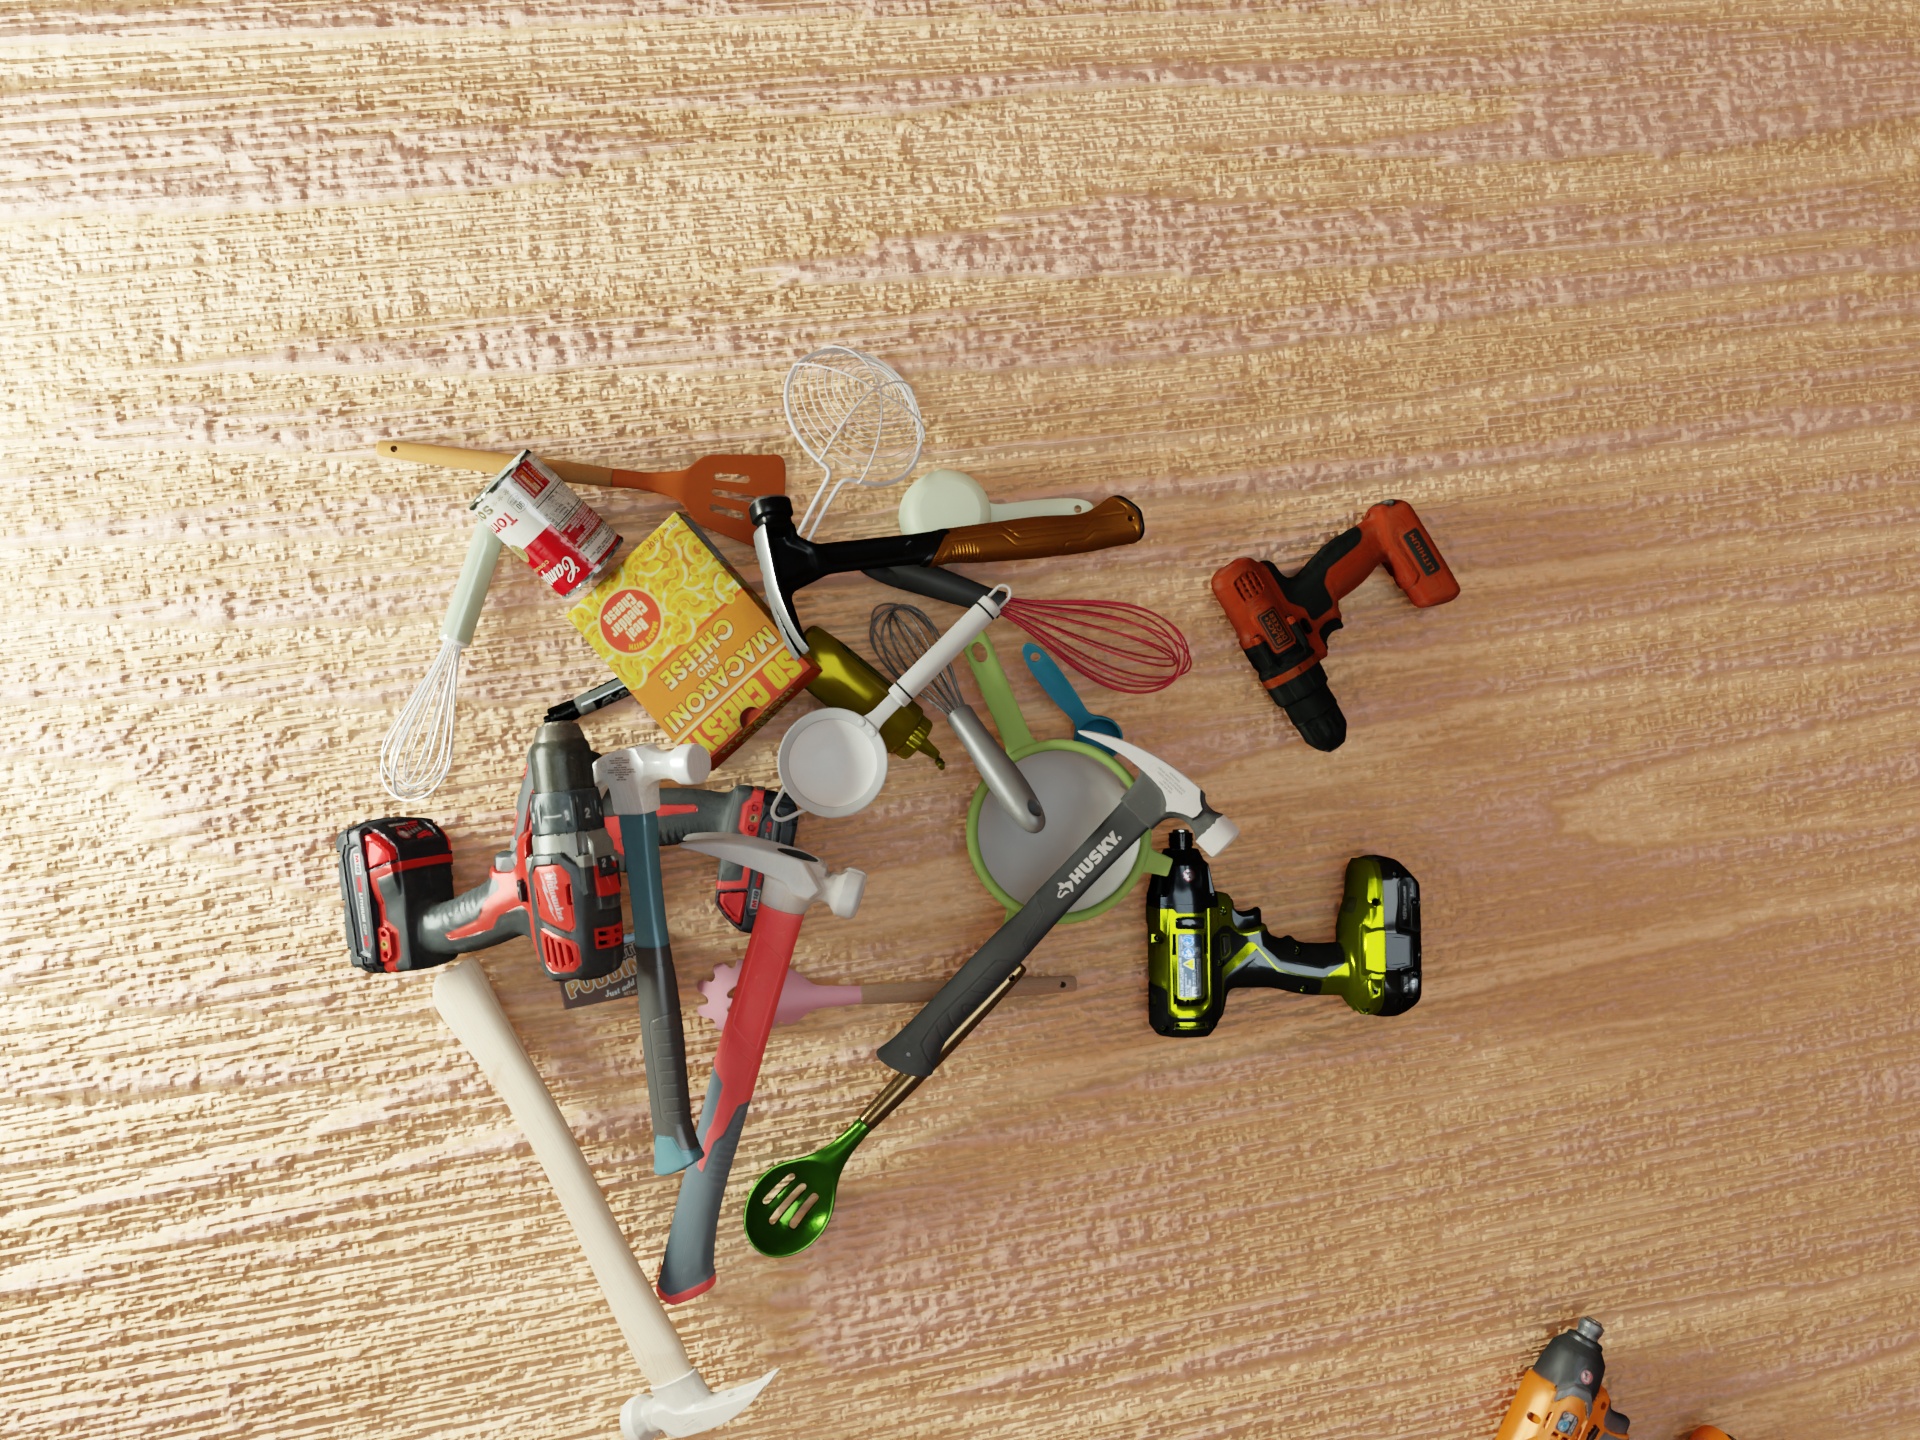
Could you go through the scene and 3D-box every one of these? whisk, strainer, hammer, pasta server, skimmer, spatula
[{"bbox_3d":[-0.002,-0.004,1.276,0.055,0.055,0.239,-32,66,-8],"label":"whisk"},{"bbox_3d":[0.062,0.043,1.323,0.151,0.069,0.256,-24,84,7],"label":"strainer"},{"bbox_3d":[-0.229,0.181,1.193,0.128,0.033,0.331,-1,98,31],"label":"hammer"},{"bbox_3d":[-0.292,0.369,1.246,0.146,0.038,0.410,-28,90,25],"label":"hammer"},{"bbox_3d":[-0.052,-0.014,1.252,0.258,0.050,0.087,-45,88,-1],"label":"strainer"},{"bbox_3d":[-0.192,0.277,1.241,0.143,0.038,0.386,17,102,-1],"label":"hammer"},{"bbox_3d":[0.002,-0.134,1.277,0.336,0.034,0.127,-10,80,-25],"label":"hammer"},{"bbox_3d":[0.055,0.156,1.269,0.146,0.035,0.335,44,95,6],"label":"hammer"},{"bbox_3d":[-0.403,-0.055,1.257,0.059,0.057,0.246,13,82,16],"label":"whisk"},{"bbox_3d":[0.053,-0.089,1.325,0.296,0.073,0.073,19,86,-3],"label":"whisk"},{"bbox_3d":[-0.058,0.225,1.320,0.316,0.040,0.060,-1,89,-13],"label":"pasta server"},{"bbox_3d":[-0.145,-0.133,1.307,0.127,0.090,0.363,25,96,-22],"label":"skimmer"},{"bbox_3d":[-0.304,-0.198,1.287,0.322,0.041,0.081,7,90,-5],"label":"spatula"}]

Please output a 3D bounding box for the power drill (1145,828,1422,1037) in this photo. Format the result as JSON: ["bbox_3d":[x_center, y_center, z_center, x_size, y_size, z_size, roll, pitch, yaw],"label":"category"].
[{"bbox_3d":[0.269,0.177,1.349,0.223,0.080,0.171,-1,89,-6],"label":"power drill"}]

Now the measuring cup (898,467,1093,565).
[{"bbox_3d":[0.033,-0.175,1.331,0.167,0.038,0.083,-4,90,-7],"label":"measuring cup"}]

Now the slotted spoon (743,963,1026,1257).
[{"bbox_3d":[-0.058,0.314,1.306,0.070,0.031,0.314,45,86,-7],"label":"slotted spoon"}]

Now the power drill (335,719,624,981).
[{"bbox_3d":[-0.354,0.102,1.187,0.227,0.080,0.188,-6,90,25],"label":"power drill"}]

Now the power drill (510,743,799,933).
[{"bbox_3d":[-0.246,0.103,1.266,0.219,0.078,0.143,11,87,-6],"label":"power drill"}]

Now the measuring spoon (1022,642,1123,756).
[{"bbox_3d":[0.091,-0.019,1.335,0.042,0.021,0.128,-34,111,12],"label":"measuring spoon"}]

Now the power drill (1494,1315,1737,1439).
[{"bbox_3d":[0.590,0.636,1.393,0.226,0.084,0.164,28,84,-4],"label":"power drill"}]
